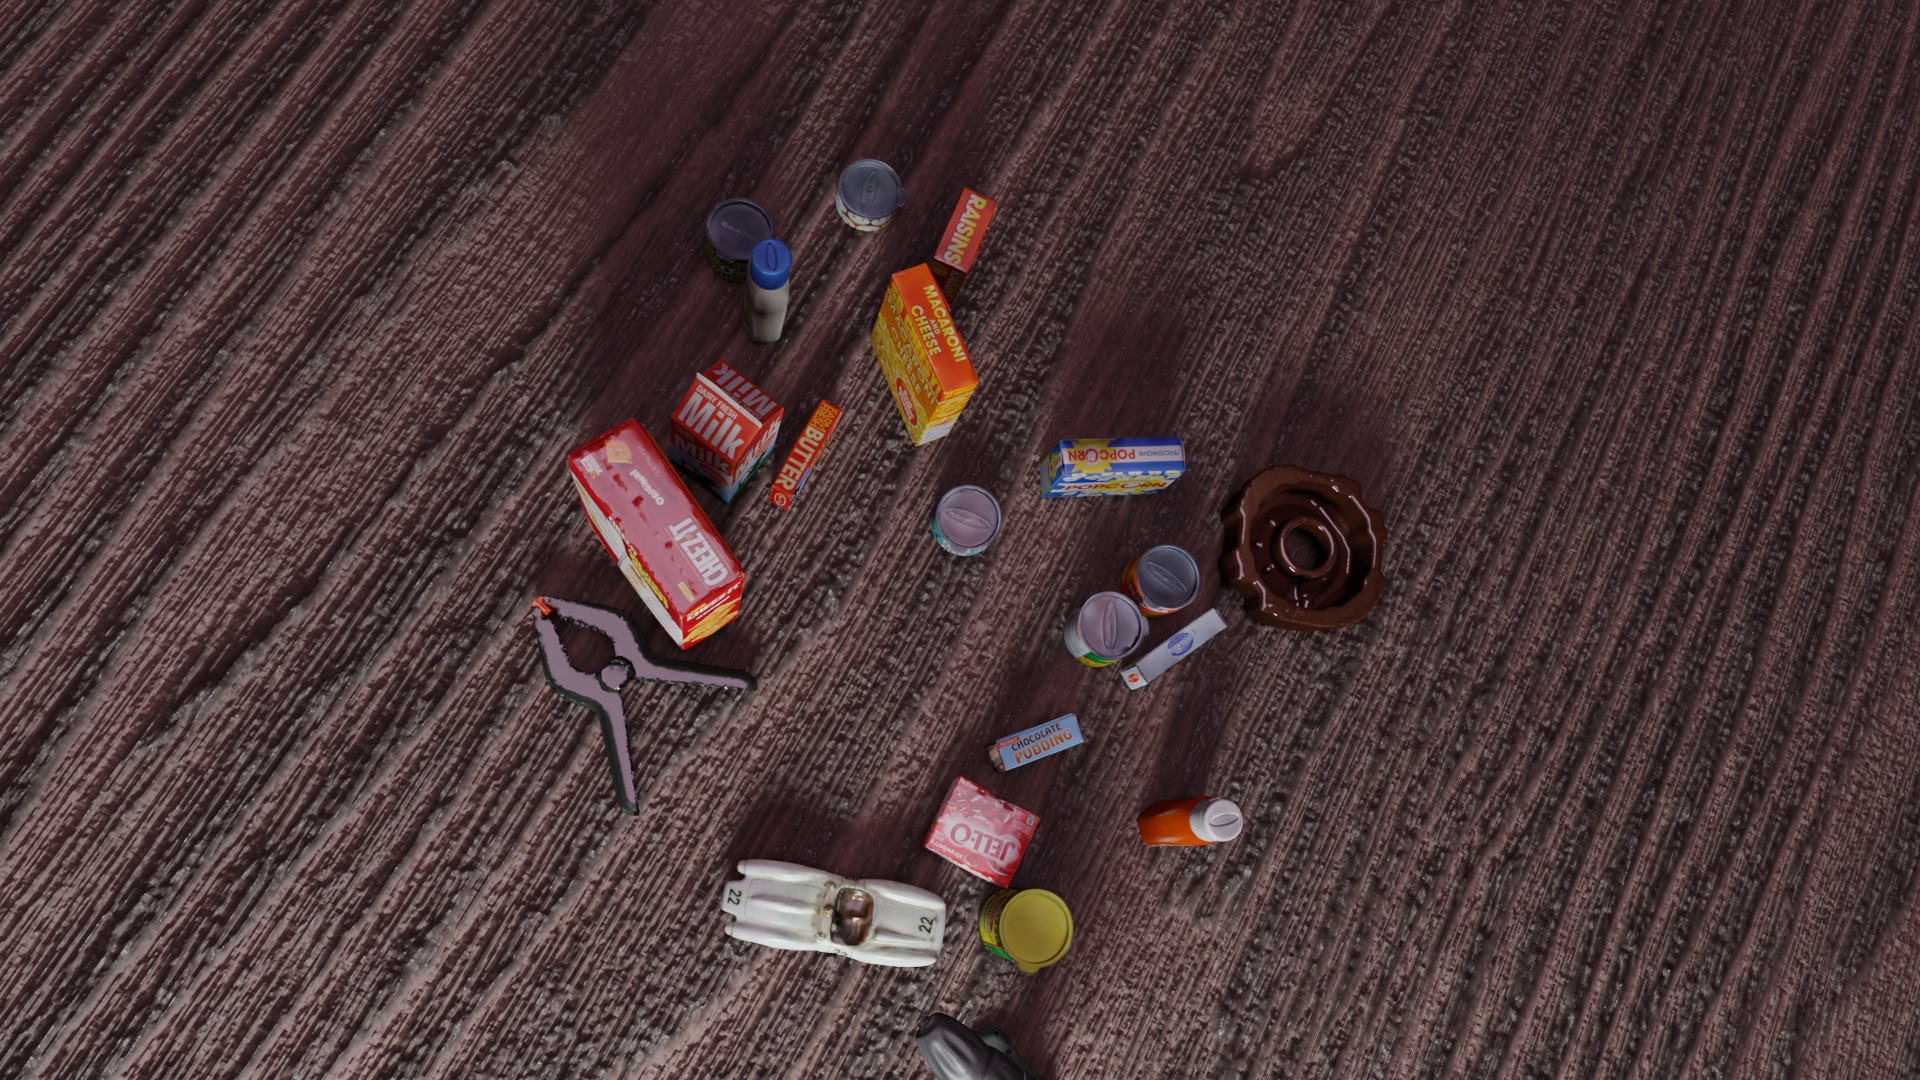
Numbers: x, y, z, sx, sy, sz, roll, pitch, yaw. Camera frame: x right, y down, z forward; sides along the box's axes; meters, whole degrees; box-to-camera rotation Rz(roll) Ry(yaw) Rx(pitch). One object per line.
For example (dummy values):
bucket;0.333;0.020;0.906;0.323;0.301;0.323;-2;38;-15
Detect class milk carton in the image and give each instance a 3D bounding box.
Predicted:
milk carton;-0.213;-0.100;1.258;0.072;0.190;0.073;38;73;-1

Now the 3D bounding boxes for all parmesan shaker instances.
parmesan shaker;0.055;0.349;1.249;0.071;0.103;0.071;3;77;-11

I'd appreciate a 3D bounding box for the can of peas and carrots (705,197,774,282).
can of peas and carrots;-0.219;-0.293;1.372;0.071;0.058;0.071;3;76;-11

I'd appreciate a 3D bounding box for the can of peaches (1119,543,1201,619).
can of peaches;0.196;0.043;1.375;0.071;0.058;0.071;3;76;-11

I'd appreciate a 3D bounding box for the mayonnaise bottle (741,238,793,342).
mayonnaise bottle;-0.184;-0.241;1.320;0.041;0.147;0.065;-6;78;-13

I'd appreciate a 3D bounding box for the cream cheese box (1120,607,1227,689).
cream cheese box;0.209;0.107;1.365;0.104;0.053;0.024;-33;85;-17

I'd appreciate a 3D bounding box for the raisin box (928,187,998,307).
raisin box;-0.006;-0.283;1.379;0.040;0.123;0.086;24;74;-5

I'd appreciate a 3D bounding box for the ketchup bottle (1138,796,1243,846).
ketchup bottle;0.215;0.258;1.280;0.065;0.148;0.043;-12;80;-14

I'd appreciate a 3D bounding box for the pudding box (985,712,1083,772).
pudding box;0.070;0.192;1.318;0.084;0.049;0.030;-18;81;-15

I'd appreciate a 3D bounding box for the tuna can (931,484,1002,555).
tuna can;0.005;-0.017;1.364;0.071;0.032;0.071;3;76;-11

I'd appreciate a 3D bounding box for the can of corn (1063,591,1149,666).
can of corn;0.141;0.087;1.354;0.071;0.058;0.071;3;76;-11

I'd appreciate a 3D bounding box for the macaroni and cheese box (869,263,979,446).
macaroni and cheese box;-0.037;-0.174;1.324;0.040;0.166;0.124;-21;82;-15

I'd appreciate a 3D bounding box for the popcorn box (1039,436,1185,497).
popcorn box;0.149;-0.072;1.380;0.127;0.085;0.038;-2;78;-12

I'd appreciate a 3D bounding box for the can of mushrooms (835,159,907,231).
can of mushrooms;-0.092;-0.353;1.425;0.071;0.033;0.071;3;76;-11

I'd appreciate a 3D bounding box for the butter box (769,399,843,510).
butter box;-0.149;-0.082;1.338;0.024;0.053;0.104;29;73;-4
